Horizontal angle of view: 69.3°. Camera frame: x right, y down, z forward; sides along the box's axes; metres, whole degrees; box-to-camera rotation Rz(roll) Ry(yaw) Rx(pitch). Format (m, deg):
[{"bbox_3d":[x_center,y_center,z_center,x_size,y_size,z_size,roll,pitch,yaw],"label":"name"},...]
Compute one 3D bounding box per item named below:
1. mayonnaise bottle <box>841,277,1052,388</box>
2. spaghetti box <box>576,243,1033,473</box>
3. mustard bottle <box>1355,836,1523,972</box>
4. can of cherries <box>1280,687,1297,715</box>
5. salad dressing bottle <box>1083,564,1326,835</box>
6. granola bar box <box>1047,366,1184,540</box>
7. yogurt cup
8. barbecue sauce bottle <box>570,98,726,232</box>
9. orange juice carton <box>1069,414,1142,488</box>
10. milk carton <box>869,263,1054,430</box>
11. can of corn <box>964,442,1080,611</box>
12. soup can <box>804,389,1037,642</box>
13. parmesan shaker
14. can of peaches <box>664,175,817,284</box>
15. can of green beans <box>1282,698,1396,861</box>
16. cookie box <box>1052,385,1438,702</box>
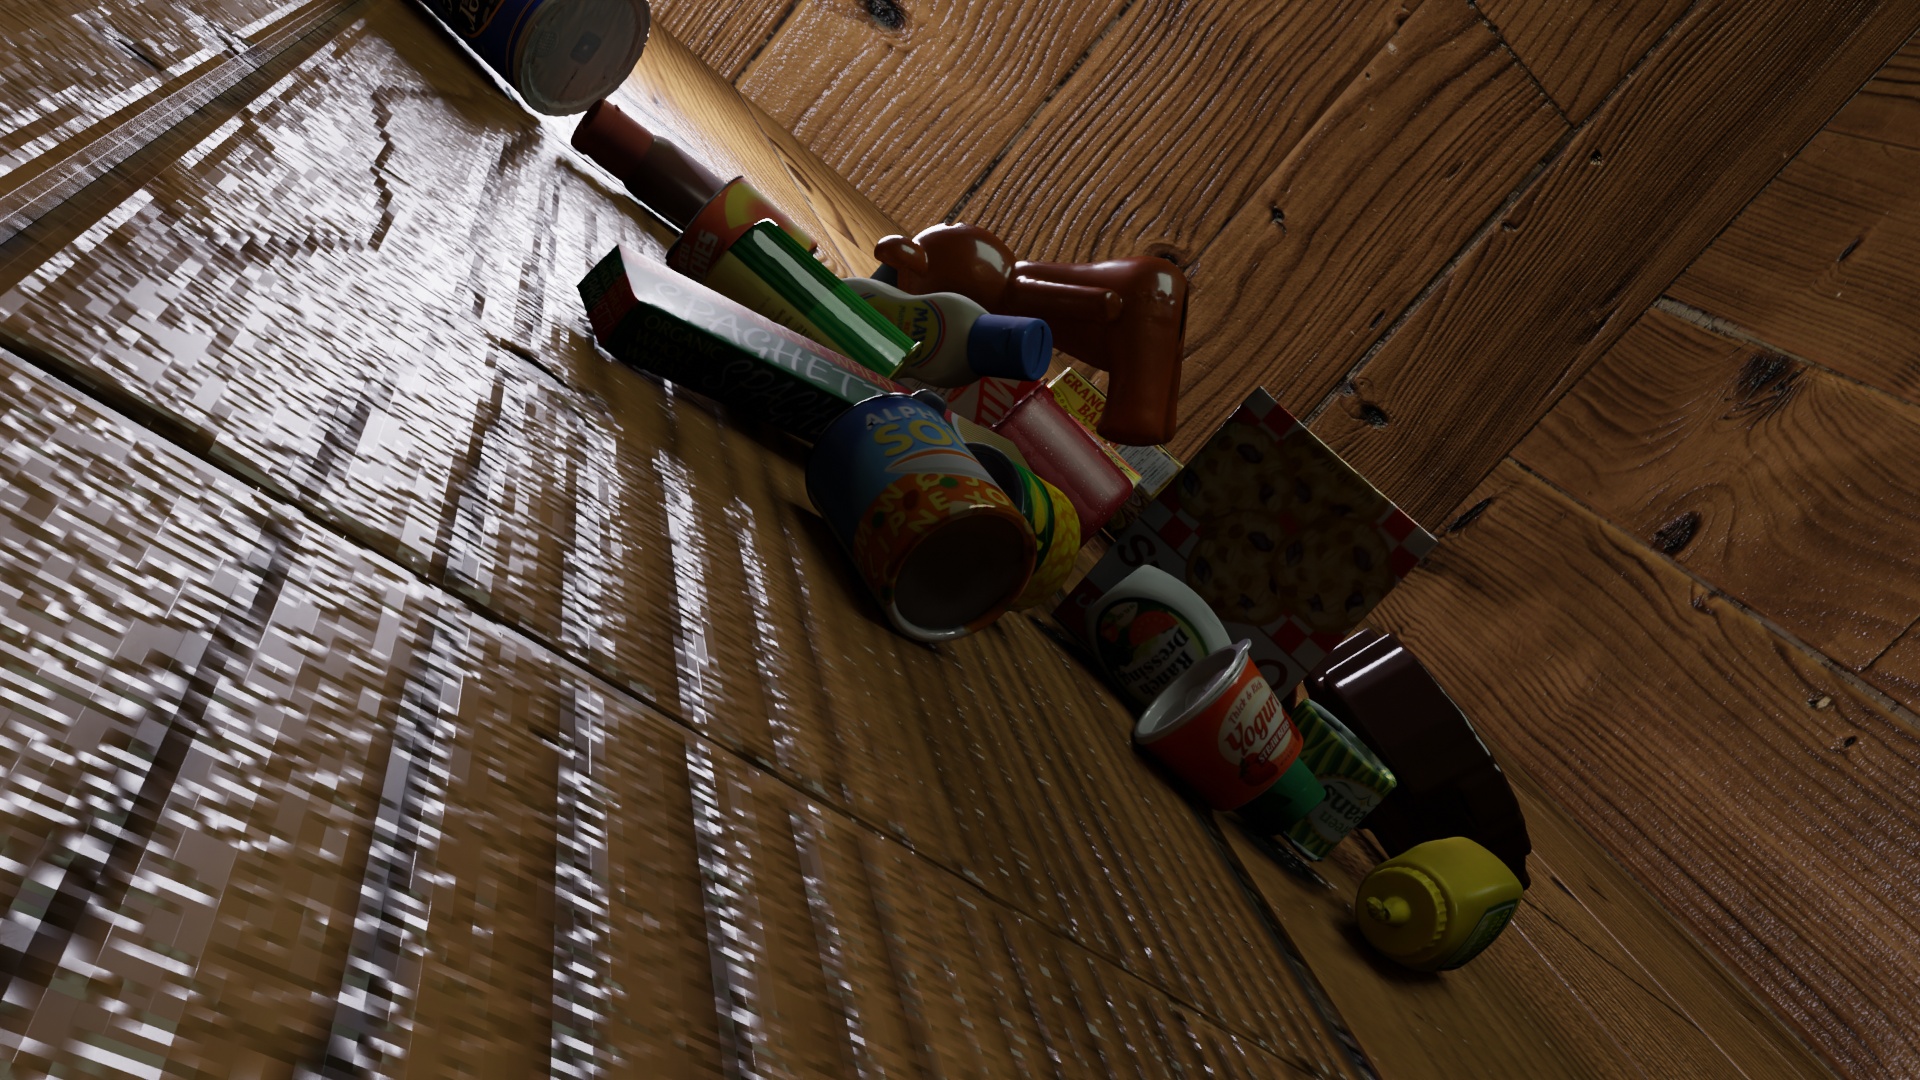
[{"bbox_3d":[-0.018,-0.120,0.827,0.148,0.064,0.041,11,0,32],"label":"mayonnaise bottle"},{"bbox_3d":[-0.058,-0.063,0.642,0.250,0.028,0.050,23,26,-40],"label":"spaghetti box"},{"bbox_3d":[0.225,0.179,0.672,0.049,0.065,0.160,42,15,33],"label":"mustard bottle"},{"bbox_3d":[0.163,0.085,0.807,0.071,0.071,0.058,42,11,5],"label":"can of cherries"},{"bbox_3d":[0.126,0.082,0.712,0.148,0.064,0.044,51,25,9],"label":"salad dressing bottle"},{"bbox_3d":[0.122,-0.058,1.137,0.124,0.039,0.165,44,-10,17],"label":"granola bar box"},{"bbox_3d":[0.124,0.091,0.657,0.054,0.072,0.072,49,10,-2],"label":"yogurt cup"},{"bbox_3d":[-0.179,-0.225,0.896,0.148,0.043,0.065,34,13,-32],"label":"barbecue sauce bottle"},{"bbox_3d":[0.071,-0.037,0.944,0.073,0.071,0.193,42,11,4],"label":"orange juice carton"},{"bbox_3d":[0.000,-0.124,1.036,0.190,0.073,0.072,32,15,-43],"label":"milk carton"},{"bbox_3d":[0.015,-0.003,0.639,0.071,0.071,0.058,49,13,34],"label":"can of corn"},{"bbox_3d":[-0.015,-0.012,0.554,0.071,0.071,0.084,31,15,-43],"label":"soup can"},{"bbox_3d":[-0.079,-0.111,0.718,0.103,0.071,0.071,41,11,-4],"label":"parmesan shaker"},{"bbox_3d":[-0.123,-0.159,0.779,0.058,0.071,0.071,40,11,-7],"label":"can of peaches"},{"bbox_3d":[0.191,0.128,0.751,0.071,0.057,0.071,40,11,-9],"label":"can of green beans"},{"bbox_3d":[0.151,0.019,0.750,0.123,0.167,0.040,43,13,8],"label":"cookie box"}]
